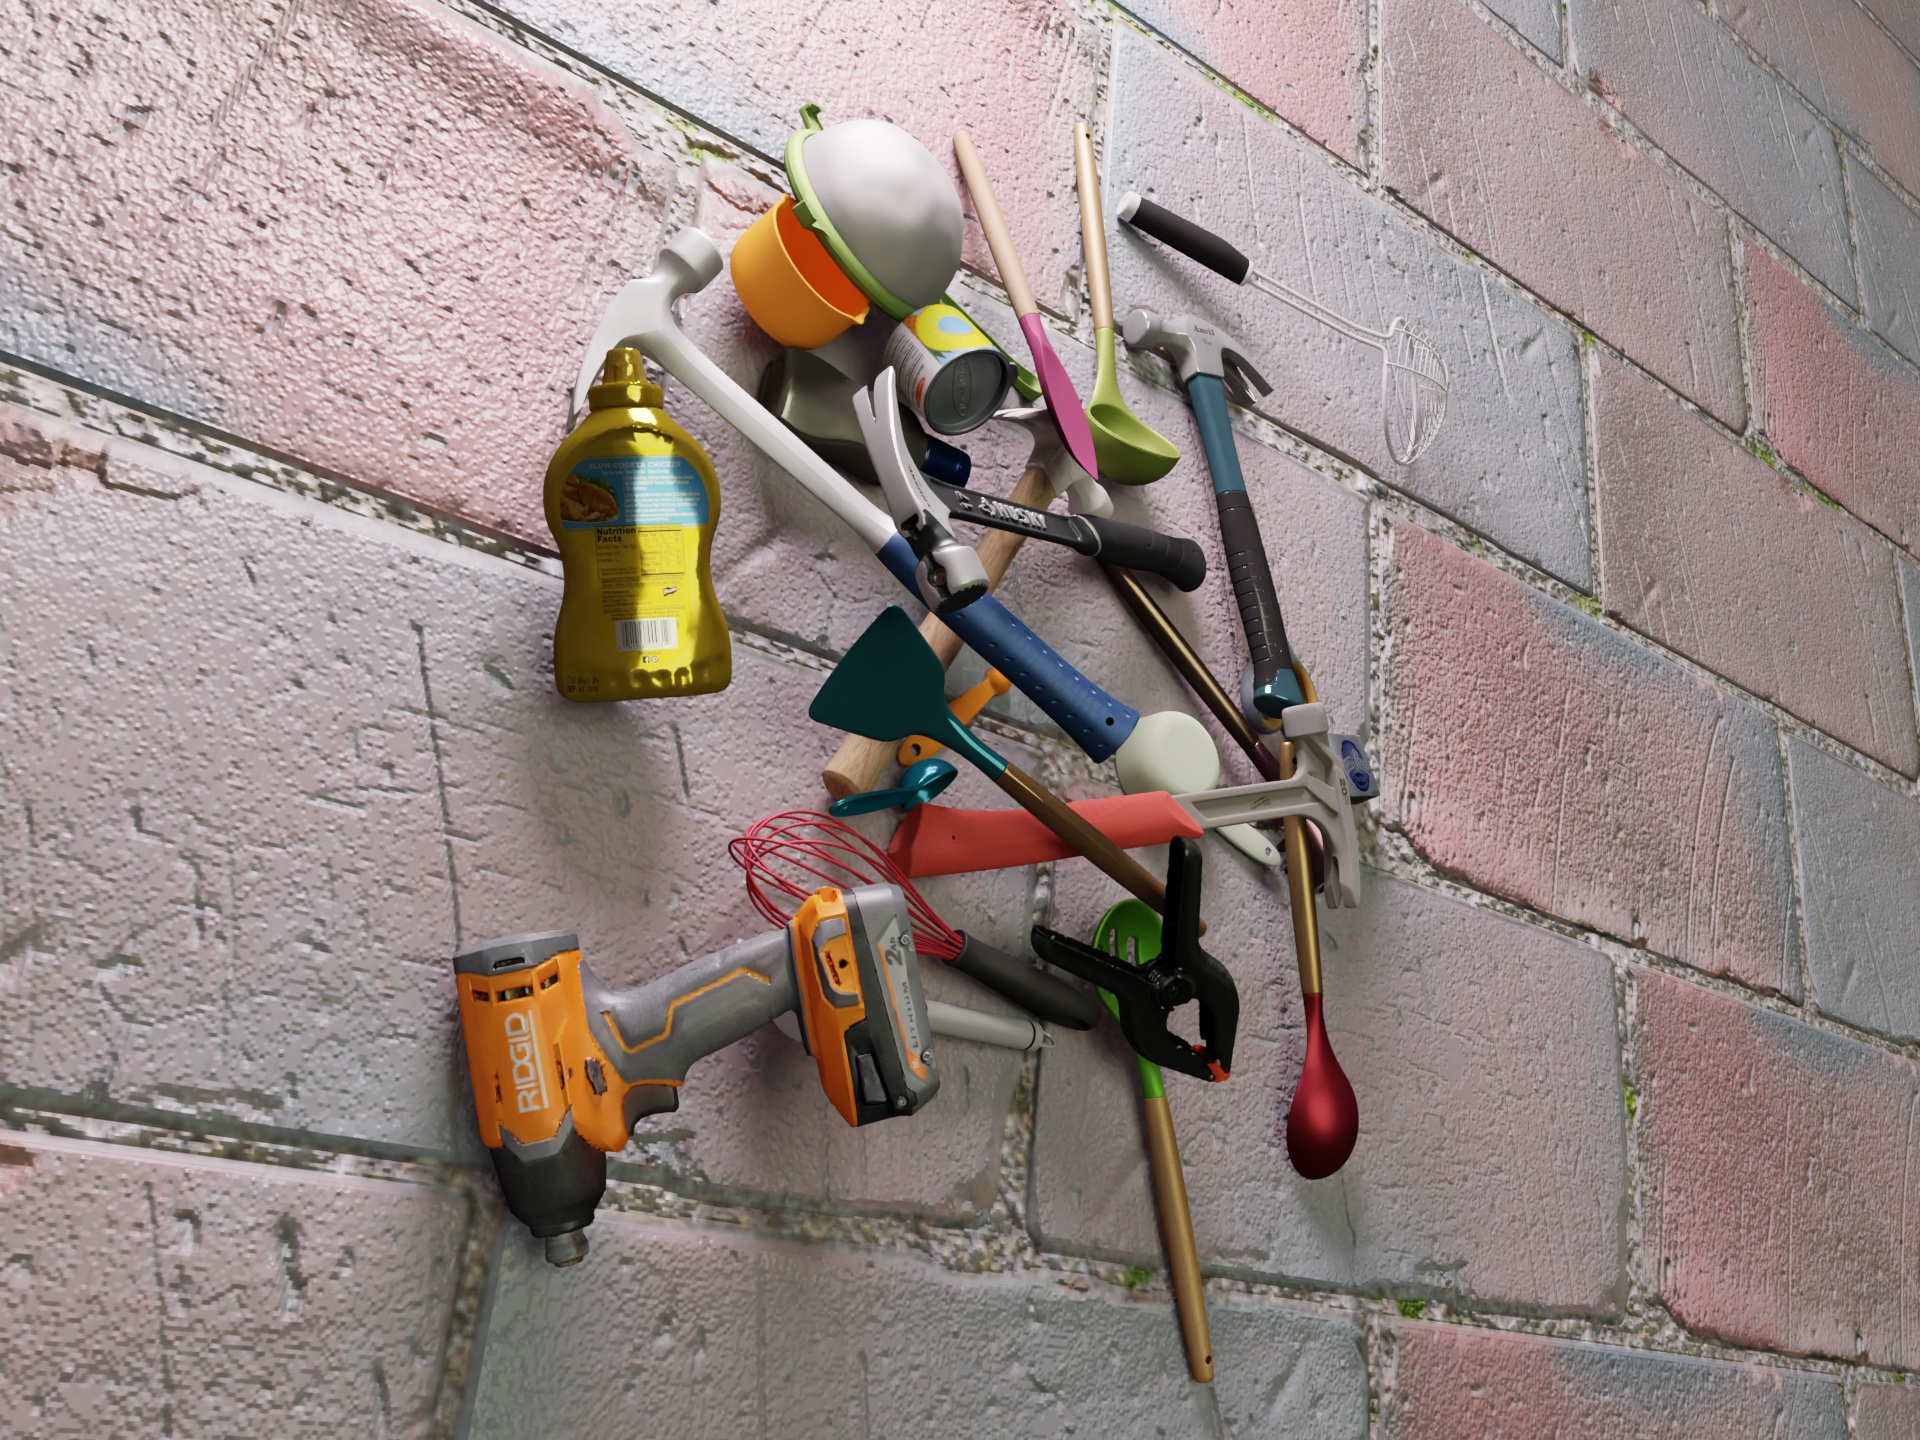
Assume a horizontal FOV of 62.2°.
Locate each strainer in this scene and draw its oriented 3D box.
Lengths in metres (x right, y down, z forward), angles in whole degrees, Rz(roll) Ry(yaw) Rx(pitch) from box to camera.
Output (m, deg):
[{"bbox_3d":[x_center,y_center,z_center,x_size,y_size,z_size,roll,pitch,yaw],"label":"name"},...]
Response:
[{"bbox_3d":[-0.036,0.175,0.946,0.258,0.050,0.087,20,21,-37],"label":"strainer"},{"bbox_3d":[-0.008,-0.313,1.078,0.256,0.069,0.152,38,33,-34],"label":"strainer"}]

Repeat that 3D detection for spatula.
[{"bbox_3d":[0.045,0.050,0.980,0.317,0.044,0.082,38,90,-21],"label":"spatula"}]

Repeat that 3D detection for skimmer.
[{"bbox_3d":[0.274,-0.337,1.350,0.363,0.090,0.127,23,66,-19],"label":"skimmer"}]

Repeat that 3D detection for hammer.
[{"bbox_3d":[0.119,0.076,1.063,0.359,0.037,0.149,-6,85,-30],"label":"hammer"},{"bbox_3d":[0.067,-0.126,1.033,0.408,0.036,0.149,2,60,-59],"label":"hammer"},{"bbox_3d":[0.211,-0.160,1.229,0.128,0.033,0.331,1,71,-36],"label":"hammer"},{"bbox_3d":[-0.056,-0.113,0.966,0.405,0.035,0.144,41,70,-10],"label":"hammer"},{"bbox_3d":[0.002,-0.081,1.043,0.331,0.031,0.129,-58,136,-29],"label":"hammer"}]

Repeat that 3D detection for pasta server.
[{"bbox_3d":[0.196,-0.001,1.189,0.316,0.040,0.060,51,52,-8],"label":"pasta server"}]

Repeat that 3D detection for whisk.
[{"bbox_3d":[-0.019,0.130,0.963,0.295,0.073,0.073,32,59,-32],"label":"whisk"}]

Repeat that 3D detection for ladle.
[{"bbox_3d":[0.253,0.172,1.153,0.069,0.031,0.315,1,80,-34],"label":"ladle"},{"bbox_3d":[0.115,-0.324,1.208,0.078,0.062,0.320,9,68,-36],"label":"ladle"}]

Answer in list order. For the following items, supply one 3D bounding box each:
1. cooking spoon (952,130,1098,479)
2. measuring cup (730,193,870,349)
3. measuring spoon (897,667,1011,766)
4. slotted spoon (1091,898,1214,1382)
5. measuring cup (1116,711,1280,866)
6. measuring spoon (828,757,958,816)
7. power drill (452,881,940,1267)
[{"bbox_3d":[0.041,-0.297,1.109,0.068,0.017,0.319,32,36,-56],"label":"cooking spoon"},{"bbox_3d":[-0.090,-0.291,1.052,0.095,0.052,0.173,59,27,-2],"label":"measuring cup"},{"bbox_3d":[-0.002,-0.003,1.045,0.117,0.011,0.021,-40,101,-38],"label":"measuring spoon"},{"bbox_3d":[0.131,0.275,1.051,0.070,0.031,0.314,-4,80,-37],"label":"slotted spoon"},{"bbox_3d":[0.185,0.056,1.151,0.167,0.038,0.083,37,57,-20],"label":"measuring cup"},{"bbox_3d":[-0.045,0.040,0.963,0.021,0.042,0.128,53,26,16],"label":"measuring spoon"},{"bbox_3d":[-0.130,0.174,0.807,0.226,0.084,0.164,-10,83,-10],"label":"power drill"}]
